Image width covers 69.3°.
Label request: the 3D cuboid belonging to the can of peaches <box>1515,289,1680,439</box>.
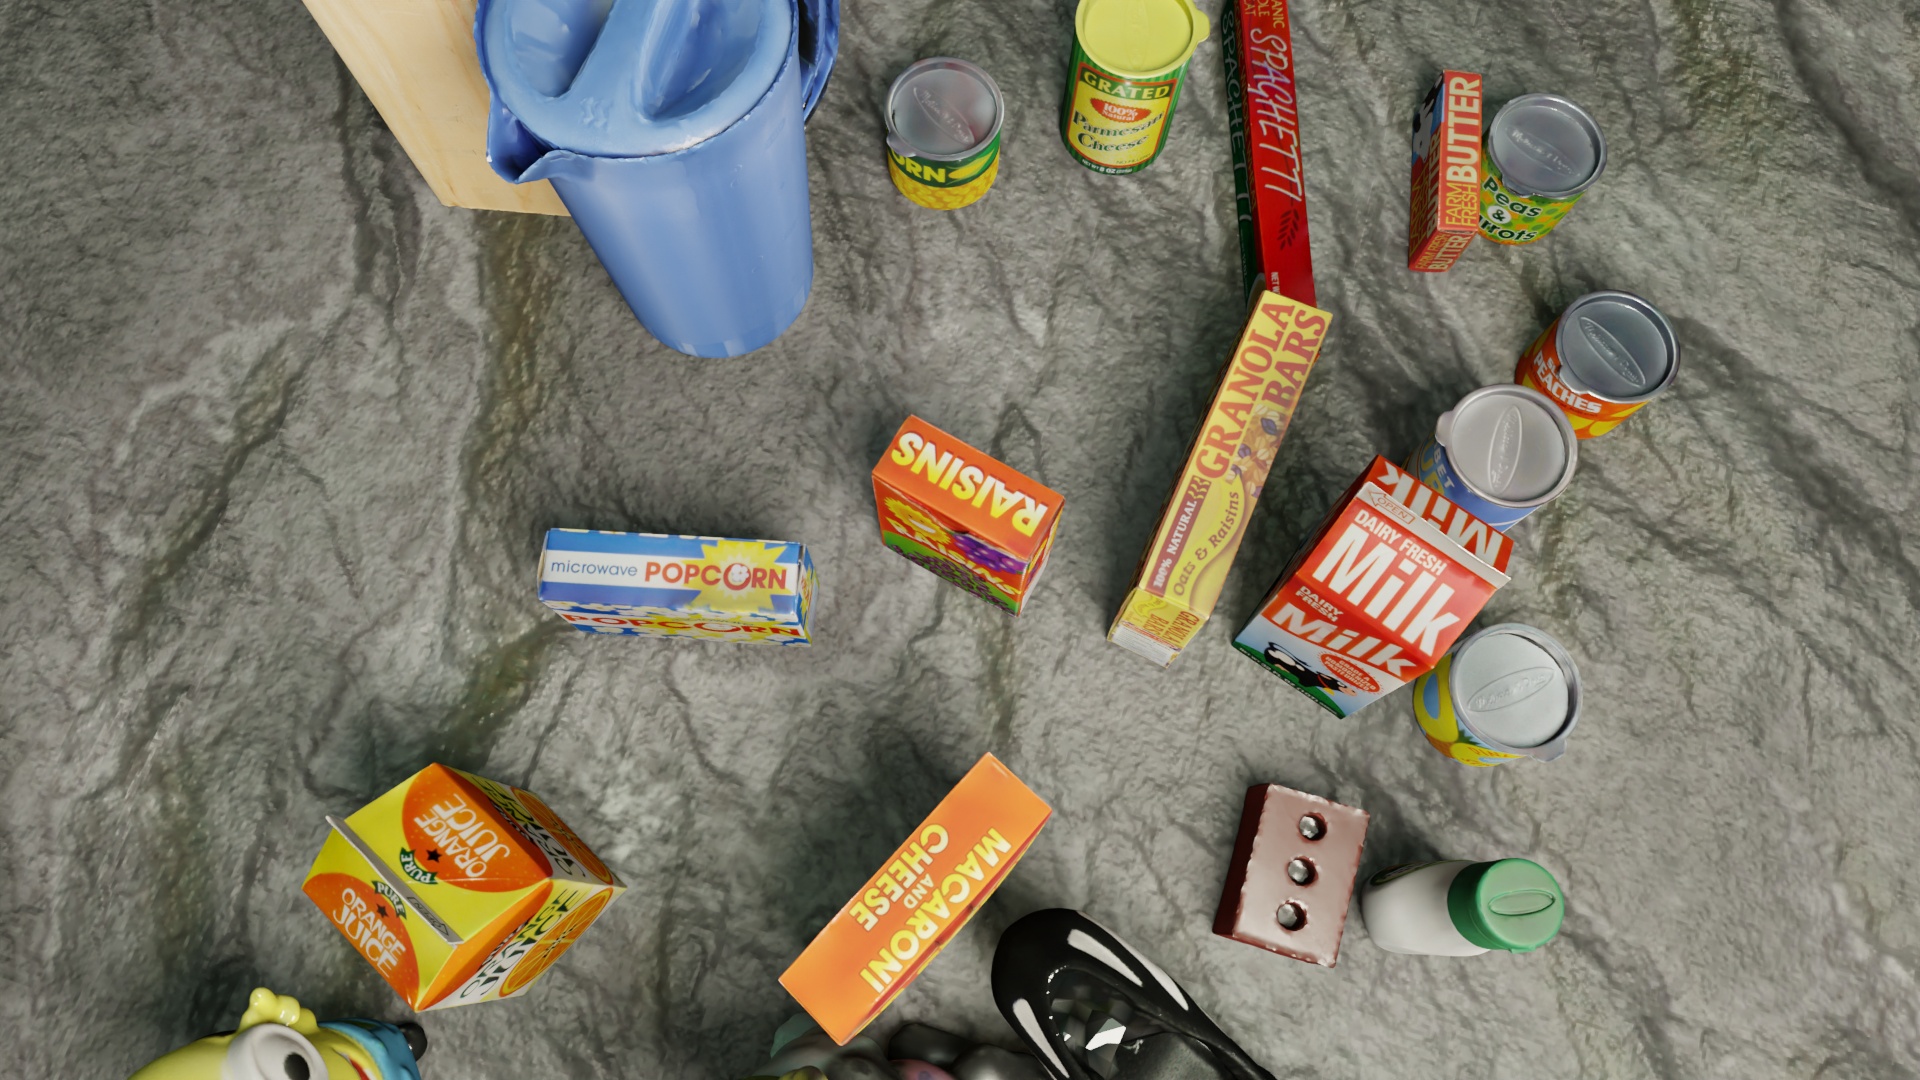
[{"bbox_3d":[0.345,-0.094,0.760,0.071,0.058,0.071,0,74,-1],"label":"can of peaches"}]

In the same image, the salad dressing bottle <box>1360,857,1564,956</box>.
[{"bbox_3d":[0.228,0.167,0.636,0.064,0.147,0.044,-6,75,-3],"label":"salad dressing bottle"}]

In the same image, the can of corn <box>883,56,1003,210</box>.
[{"bbox_3d":[-0.012,-0.229,0.793,0.071,0.058,0.071,0,74,-1],"label":"can of corn"}]

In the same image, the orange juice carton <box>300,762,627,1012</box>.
[{"bbox_3d":[-0.215,0.152,0.608,0.072,0.192,0.073,42,78,10],"label":"orange juice carton"}]

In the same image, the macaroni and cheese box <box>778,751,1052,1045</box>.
[{"bbox_3d":[-0.017,0.161,0.623,0.040,0.166,0.124,42,78,10],"label":"macaroni and cheese box"}]

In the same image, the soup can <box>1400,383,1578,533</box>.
[{"bbox_3d":[0.271,-0.038,0.729,0.071,0.083,0.071,0,74,-1],"label":"soup can"}]

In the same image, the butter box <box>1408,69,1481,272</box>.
[{"bbox_3d":[0.277,-0.210,0.795,0.024,0.053,0.104,7,74,1],"label":"butter box"}]

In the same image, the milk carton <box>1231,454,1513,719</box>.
[{"bbox_3d":[0.193,0.022,0.655,0.072,0.190,0.073,35,77,8],"label":"milk carton"}]

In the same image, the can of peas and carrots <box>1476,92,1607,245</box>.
[{"bbox_3d":[0.322,-0.209,0.793,0.071,0.058,0.071,0,74,-1],"label":"can of peas and carrots"}]

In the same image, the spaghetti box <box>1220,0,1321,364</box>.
[{"bbox_3d":[0.176,-0.212,0.795,0.029,0.050,0.250,-1,74,-1],"label":"spaghetti box"}]

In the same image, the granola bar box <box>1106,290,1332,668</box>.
[{"bbox_3d":[0.127,-0.027,0.702,0.039,0.124,0.166,24,75,6],"label":"granola bar box"}]

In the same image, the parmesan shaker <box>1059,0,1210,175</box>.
[{"bbox_3d":[0.095,-0.258,0.780,0.071,0.103,0.071,0,74,-1],"label":"parmesan shaker"}]

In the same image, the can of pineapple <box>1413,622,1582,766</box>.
[{"bbox_3d":[0.272,0.082,0.708,0.071,0.057,0.071,0,74,-1],"label":"can of pineapple"}]

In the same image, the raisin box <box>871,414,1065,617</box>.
[{"bbox_3d":[0.002,-0.009,0.695,0.086,0.123,0.040,30,76,7],"label":"raisin box"}]

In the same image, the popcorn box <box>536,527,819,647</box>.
[{"bbox_3d":[-0.139,0.025,0.702,0.127,0.085,0.038,3,74,0],"label":"popcorn box"}]
